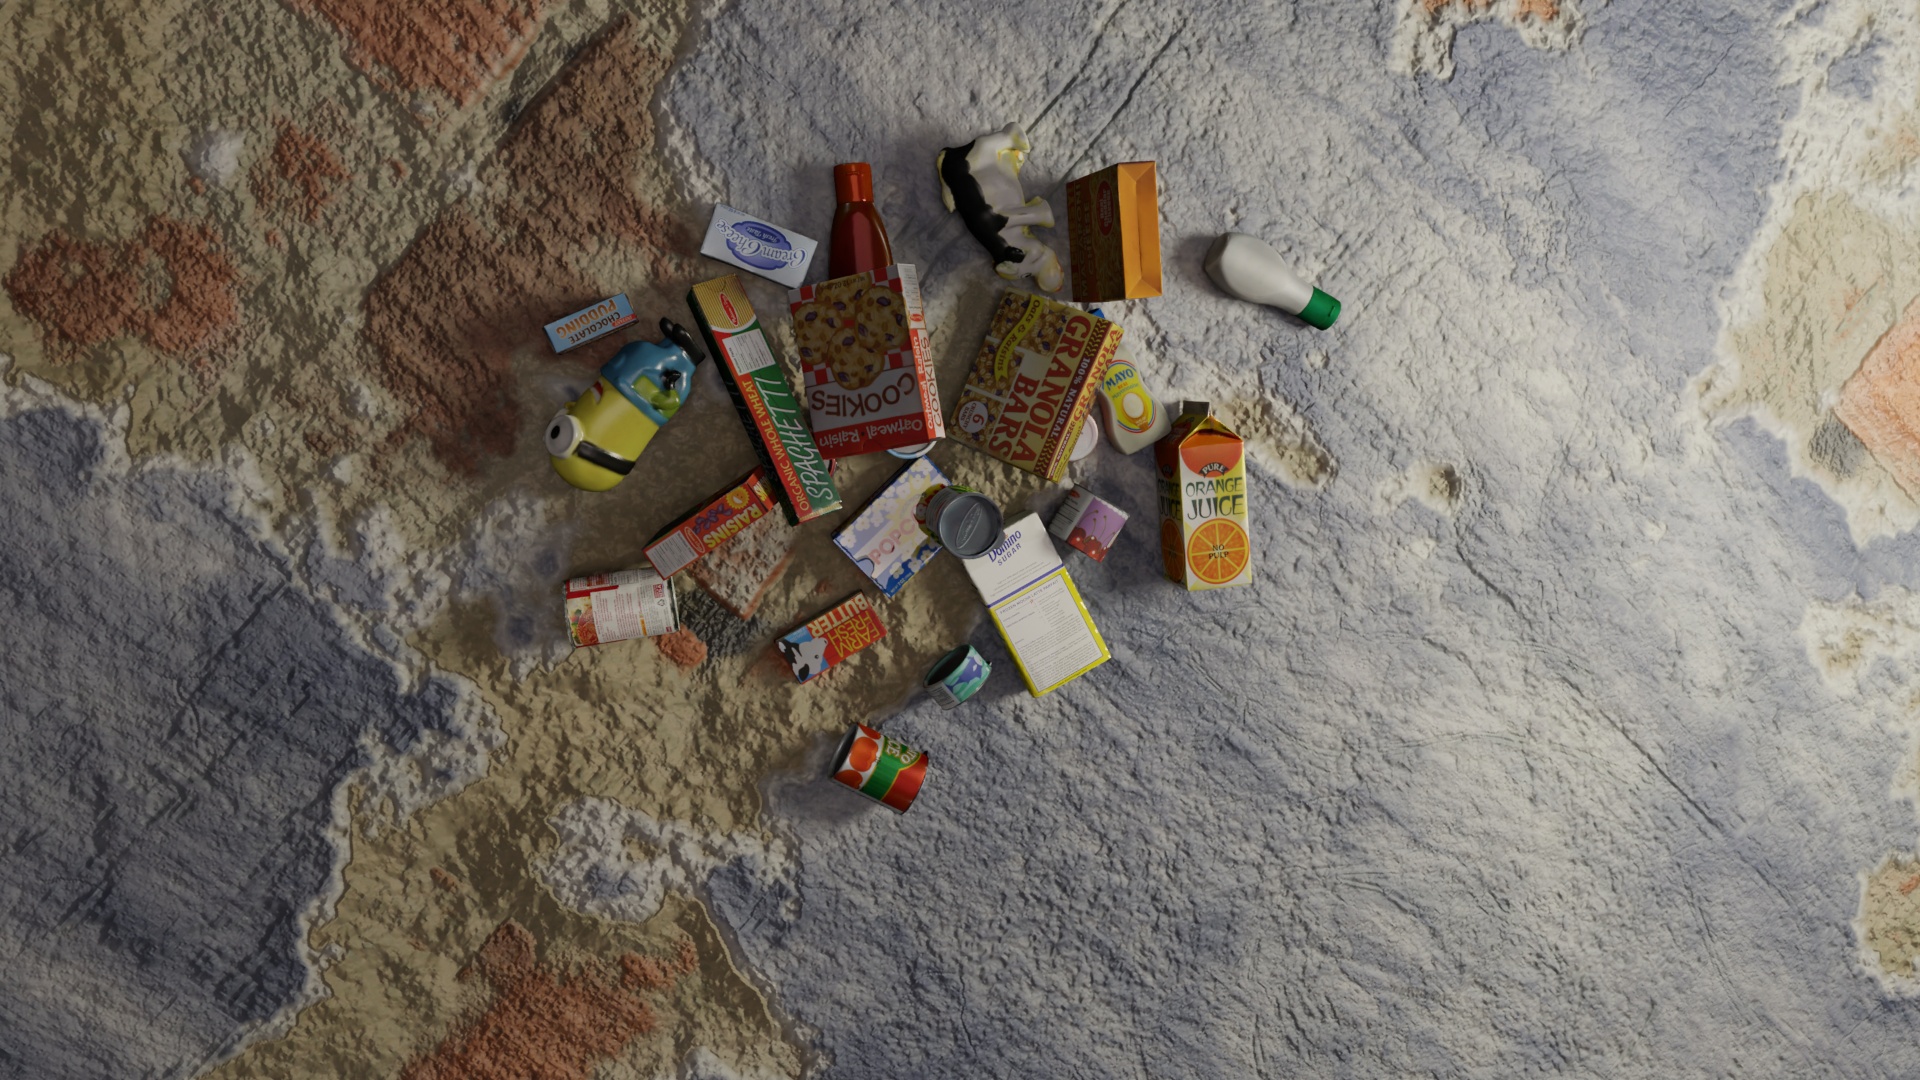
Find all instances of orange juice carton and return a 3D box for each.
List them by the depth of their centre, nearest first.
[{"bbox_3d":[0.250,-0.049,1.442,0.073,0.072,0.192,-7,99,-11],"label":"orange juice carton"}]

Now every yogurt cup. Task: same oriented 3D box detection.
[{"bbox_3d":[0.107,-0.109,1.414,0.072,0.054,0.072,-2,99,-11],"label":"yogurt cup"}]

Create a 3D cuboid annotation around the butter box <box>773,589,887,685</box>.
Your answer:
[{"bbox_3d":[-0.131,0.097,1.406,0.103,0.024,0.053,-30,101,-6],"label":"butter box"}]

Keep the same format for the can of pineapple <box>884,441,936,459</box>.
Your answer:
[{"bbox_3d":[-0.058,-0.116,1.377,0.071,0.058,0.071,-2,98,-11],"label":"can of pineapple"}]

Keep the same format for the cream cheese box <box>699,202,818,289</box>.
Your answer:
[{"bbox_3d":[-0.195,-0.284,1.345,0.104,0.024,0.053,19,95,-13],"label":"cream cheese box"}]

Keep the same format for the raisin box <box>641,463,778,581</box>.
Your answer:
[{"bbox_3d":[-0.234,-0.019,1.324,0.123,0.086,0.040,-32,101,10],"label":"raisin box"}]

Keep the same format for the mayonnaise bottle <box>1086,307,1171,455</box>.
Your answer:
[{"bbox_3d":[0.159,-0.164,1.424,0.065,0.041,0.148,-29,103,-5],"label":"mayonnaise bottle"}]

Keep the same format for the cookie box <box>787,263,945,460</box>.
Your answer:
[{"bbox_3d":[-0.090,-0.167,1.316,0.123,0.040,0.167,-8,93,25],"label":"cookie box"}]

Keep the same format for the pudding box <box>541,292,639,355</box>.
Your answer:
[{"bbox_3d":[-0.348,-0.204,1.310,0.084,0.049,0.030,-24,100,-8],"label":"pudding box"}]

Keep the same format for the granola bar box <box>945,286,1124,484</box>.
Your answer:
[{"bbox_3d":[0.072,-0.155,1.373,0.124,0.039,0.165,24,92,27],"label":"granola bar box"}]

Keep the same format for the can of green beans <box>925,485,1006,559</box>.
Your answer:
[{"bbox_3d":[0.003,-0.018,1.362,0.071,0.058,0.071,-2,100,-13],"label":"can of green beans"}]

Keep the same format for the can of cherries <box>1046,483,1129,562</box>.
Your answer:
[{"bbox_3d":[0.132,-0.016,1.425,0.071,0.071,0.058,31,91,-14],"label":"can of cherries"}]

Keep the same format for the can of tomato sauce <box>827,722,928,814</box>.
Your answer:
[{"bbox_3d":[-0.083,0.230,1.412,0.083,0.071,0.071,28,91,-13],"label":"can of tomato sauce"}]

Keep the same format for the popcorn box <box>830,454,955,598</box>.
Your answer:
[{"bbox_3d":[-0.057,-0.017,1.400,0.127,0.038,0.085,-44,104,-4],"label":"popcorn box"}]

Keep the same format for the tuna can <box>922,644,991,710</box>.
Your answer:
[{"bbox_3d":[-0.002,0.137,1.418,0.071,0.071,0.033,-41,103,-4],"label":"tuna can"}]

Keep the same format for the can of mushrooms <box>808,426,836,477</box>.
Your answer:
[{"bbox_3d":[-0.155,-0.079,1.374,0.071,0.033,0.071,-1,97,-11],"label":"can of mushrooms"}]

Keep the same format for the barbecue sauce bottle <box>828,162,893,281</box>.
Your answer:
[{"bbox_3d":[-0.099,-0.291,1.353,0.065,0.044,0.148,-5,98,-2],"label":"barbecue sauce bottle"}]

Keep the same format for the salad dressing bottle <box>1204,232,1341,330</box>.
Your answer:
[{"bbox_3d":[0.326,-0.267,1.445,0.147,0.044,0.064,26,90,-15],"label":"salad dressing bottle"}]

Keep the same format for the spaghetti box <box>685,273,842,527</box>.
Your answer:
[{"bbox_3d":[-0.188,-0.133,1.323,0.050,0.028,0.250,-23,85,-29],"label":"spaghetti box"}]

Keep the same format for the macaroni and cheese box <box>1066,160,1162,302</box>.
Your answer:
[{"bbox_3d":[0.147,-0.293,1.341,0.040,0.166,0.123,-6,99,-11],"label":"macaroni and cheese box"}]
